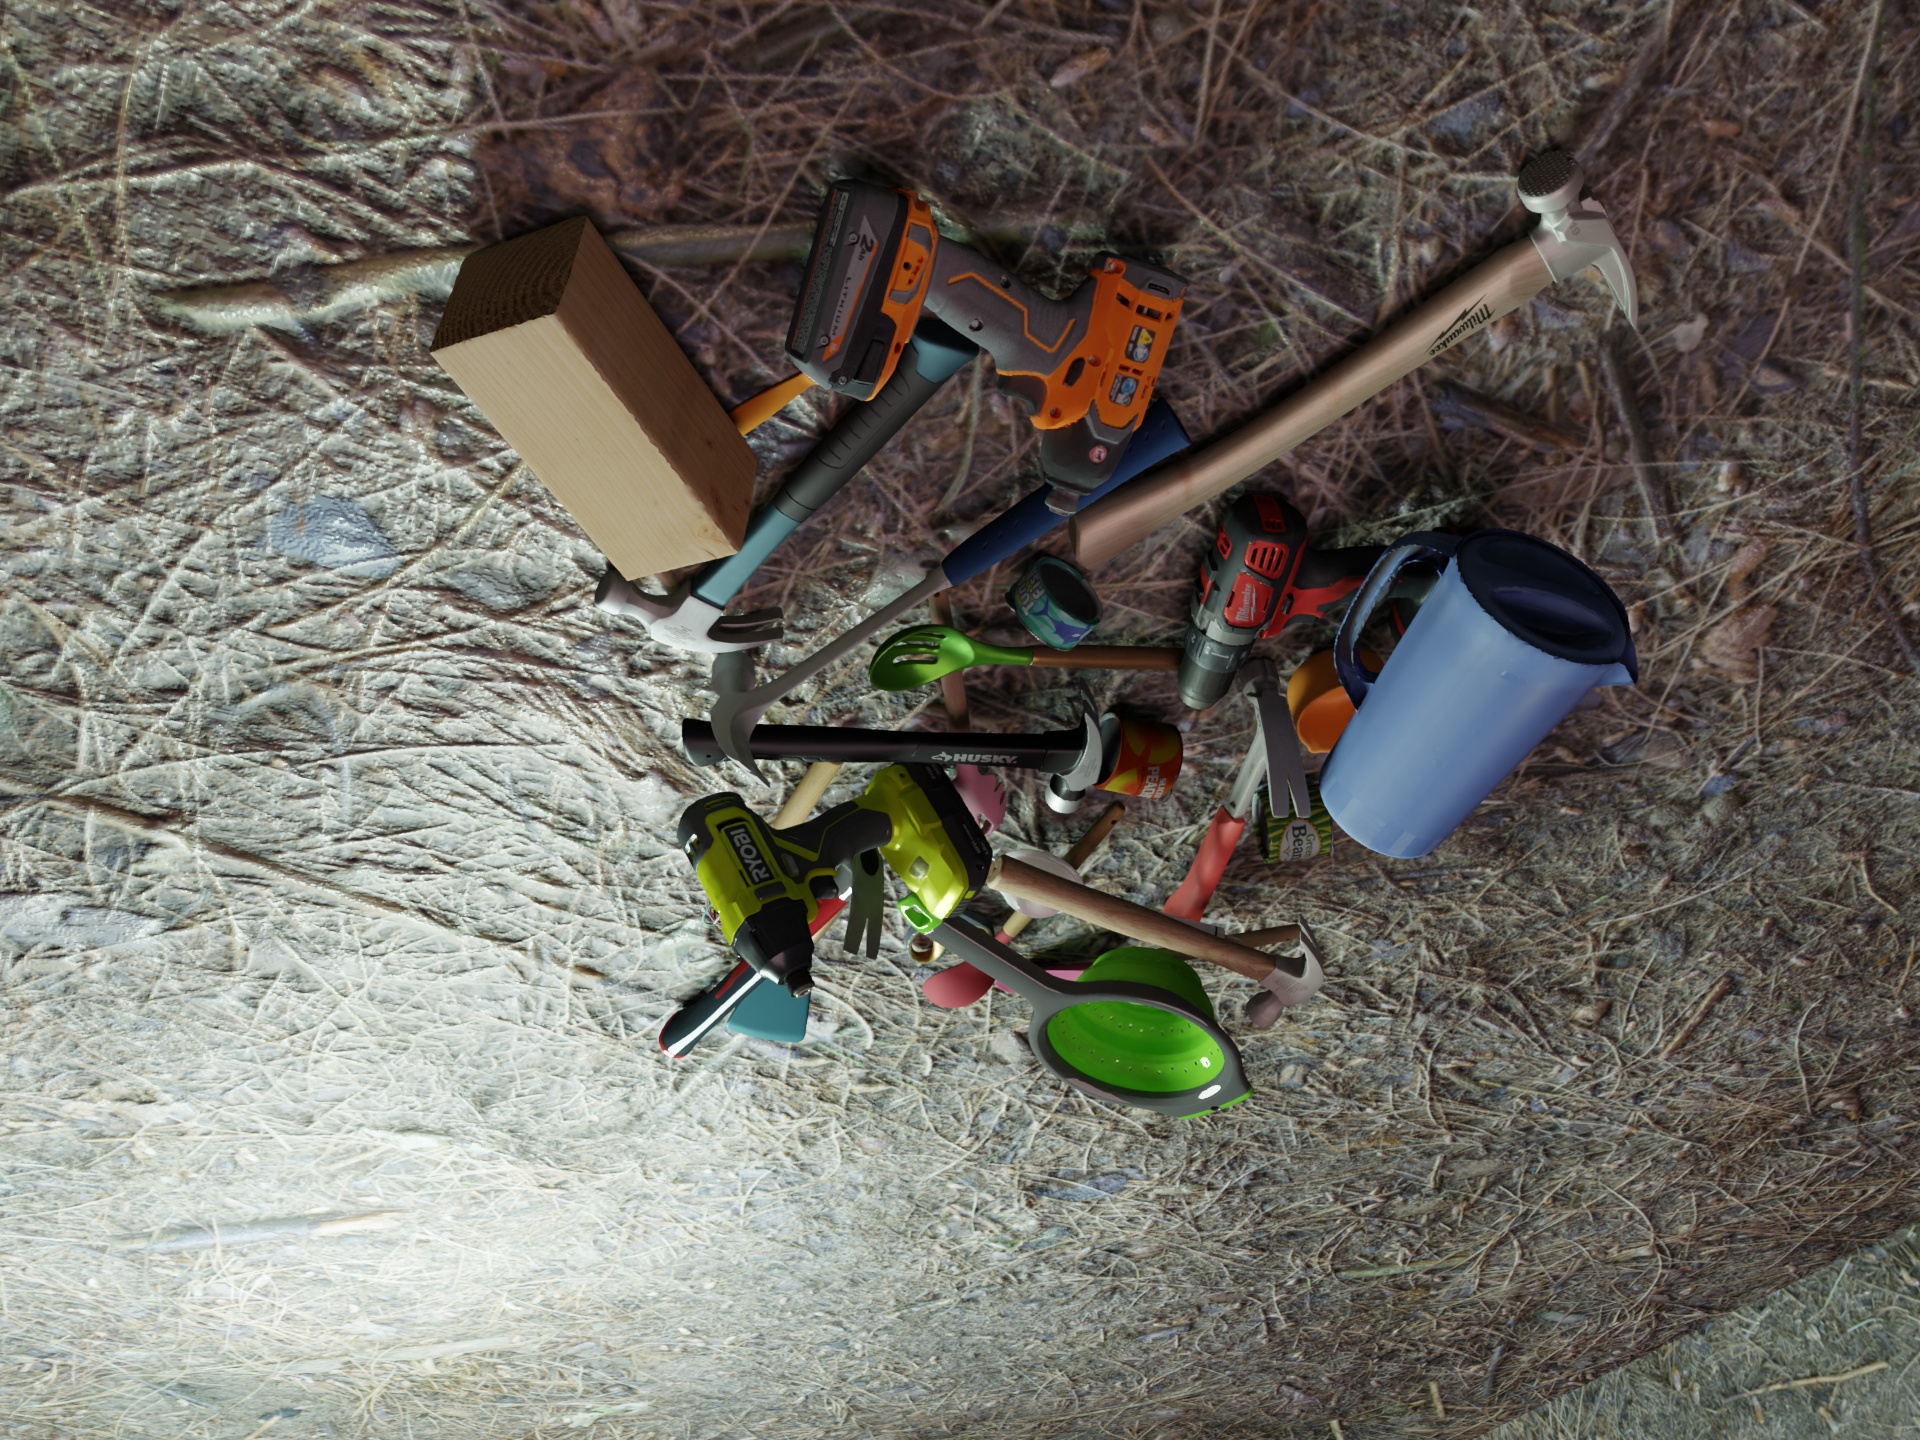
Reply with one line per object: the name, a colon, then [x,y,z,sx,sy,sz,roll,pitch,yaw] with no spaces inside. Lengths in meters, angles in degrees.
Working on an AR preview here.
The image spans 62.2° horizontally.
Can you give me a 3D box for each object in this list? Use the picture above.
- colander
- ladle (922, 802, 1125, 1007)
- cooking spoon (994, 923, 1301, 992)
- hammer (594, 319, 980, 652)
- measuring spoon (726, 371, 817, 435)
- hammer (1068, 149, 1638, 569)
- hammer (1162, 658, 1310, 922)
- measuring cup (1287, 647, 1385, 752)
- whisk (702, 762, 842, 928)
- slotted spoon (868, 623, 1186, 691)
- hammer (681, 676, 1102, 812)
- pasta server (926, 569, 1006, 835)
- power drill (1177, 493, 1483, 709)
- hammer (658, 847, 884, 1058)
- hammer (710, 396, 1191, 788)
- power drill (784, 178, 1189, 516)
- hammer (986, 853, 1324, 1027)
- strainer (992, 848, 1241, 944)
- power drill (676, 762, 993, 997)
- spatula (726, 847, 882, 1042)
colander: [0.111,0.240,1.505,0.396,0.095,0.204,35,137,-20]
ladle: [0.061,0.183,1.508,0.069,0.031,0.315,16,127,-32]
cooking spoon: [0.183,0.237,1.578,0.319,0.017,0.068,-14,147,23]
hammer: [-0.110,-0.155,1.095,0.128,0.033,0.331,26,128,-33]
measuring spoon: [-0.132,-0.204,1.051,0.117,0.011,0.021,-28,136,21]
hammer: [0.255,-0.215,1.093,0.410,0.038,0.146,-31,136,24]
hammer: [0.233,0.109,1.401,0.036,0.149,0.358,1,145,-7]
measuring cup: [0.350,-0.011,1.335,0.173,0.052,0.095,16,134,-29]
whisk: [-0.166,0.105,1.383,0.051,0.047,0.245,7,134,-35]
slotted spoon: [0.076,-0.049,1.238,0.313,0.031,0.070,0,140,-21]
hammer: [-0.050,0.017,1.249,0.334,0.035,0.146,2,144,-10]
pasta server: [-0.002,-0.004,1.298,0.060,0.040,0.315,-9,135,0]
power drill: [0.283,-0.078,1.221,0.226,0.080,0.187,5,133,-11]
hammer: [-0.182,0.235,1.466,0.038,0.143,0.386,21,135,-26]
hammer: [-0.016,-0.095,1.128,0.405,0.144,0.035,-33,127,16]
power drill: [0.015,-0.223,0.967,0.226,0.084,0.164,11,106,-23]
hammer: [0.177,0.184,1.412,0.331,0.031,0.130,22,133,-17]
strainer: [0.134,0.172,1.452,0.258,0.050,0.086,15,136,-3]
power drill: [-0.093,0.120,1.270,0.223,0.171,0.080,-15,151,-35]
spatula: [-0.128,0.198,1.493,0.082,0.044,0.317,16,133,-22]
